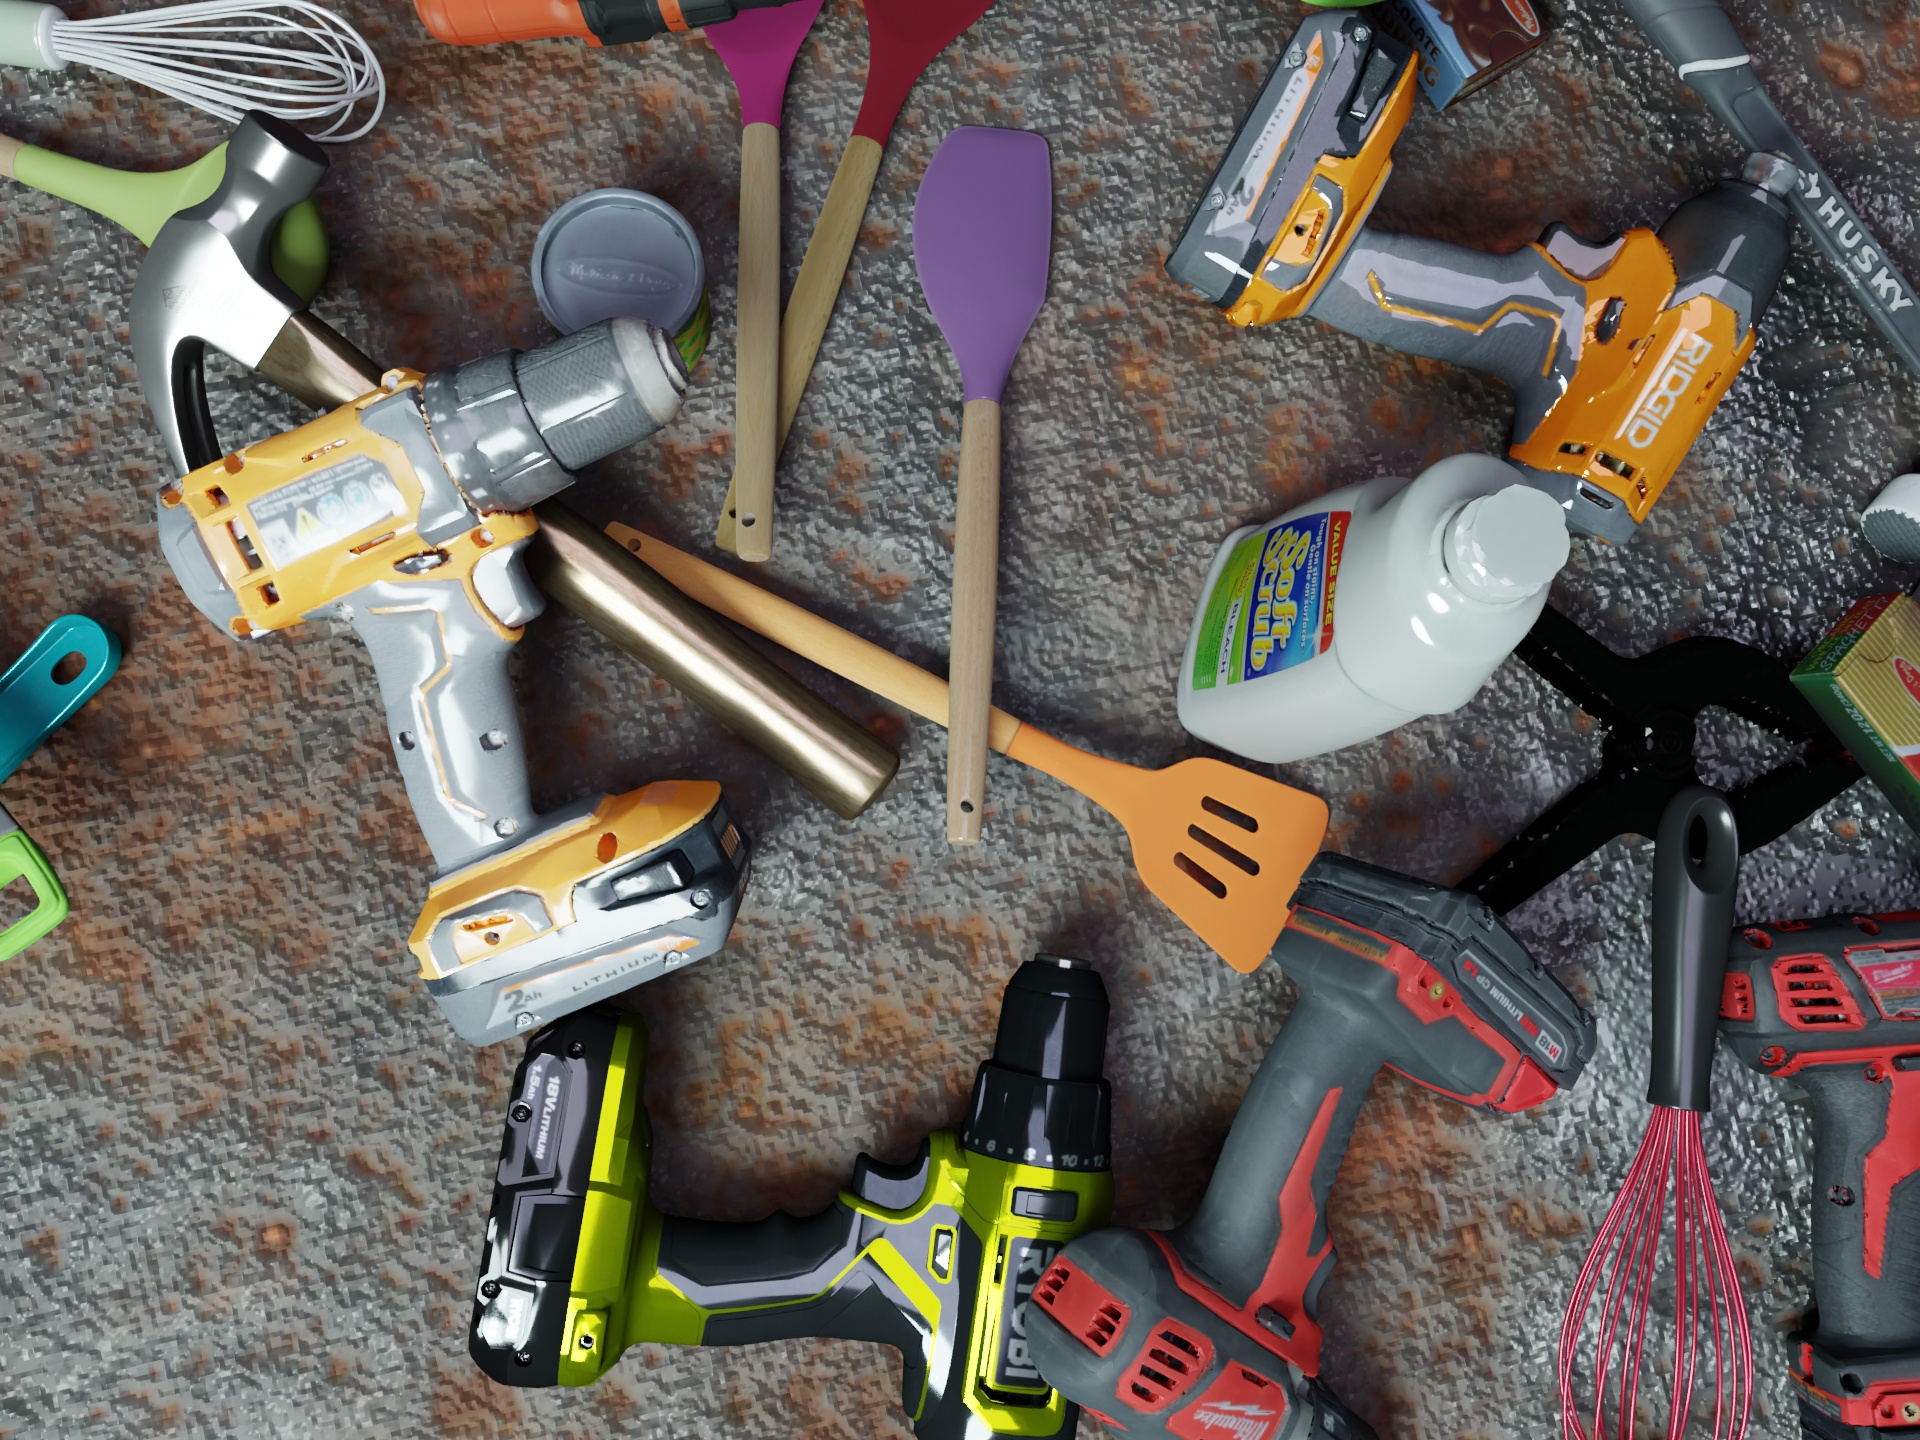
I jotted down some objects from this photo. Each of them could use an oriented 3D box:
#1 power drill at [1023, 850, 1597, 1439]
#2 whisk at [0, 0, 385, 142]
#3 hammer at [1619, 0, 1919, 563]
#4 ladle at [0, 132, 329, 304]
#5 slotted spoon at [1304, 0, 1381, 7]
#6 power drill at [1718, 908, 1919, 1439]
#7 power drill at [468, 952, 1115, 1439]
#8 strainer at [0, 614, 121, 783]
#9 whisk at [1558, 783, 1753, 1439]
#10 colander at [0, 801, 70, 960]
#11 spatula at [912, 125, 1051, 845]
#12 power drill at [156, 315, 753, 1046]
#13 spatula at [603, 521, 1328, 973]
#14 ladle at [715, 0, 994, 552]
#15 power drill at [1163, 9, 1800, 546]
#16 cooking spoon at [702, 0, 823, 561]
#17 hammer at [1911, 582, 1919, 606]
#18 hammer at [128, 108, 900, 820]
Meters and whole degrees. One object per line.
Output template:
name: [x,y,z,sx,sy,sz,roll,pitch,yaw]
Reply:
power drill: [0.144,0.186,0.600,0.187,0.080,0.227,42,77,-29]
whisk: [-0.354,-0.272,0.637,0.246,0.059,0.058,7,46,-1]
hammer: [0.336,-0.265,0.675,0.149,0.036,0.409,-44,100,-11]
ladle: [-0.398,-0.229,0.621,0.320,0.062,0.078,20,101,0]
slotted spoon: [0.269,-0.356,0.693,0.313,0.031,0.070,-14,82,-18]
power drill: [0.393,0.185,0.634,0.143,0.078,0.220,-6,81,5]
power drill: [-0.053,0.173,0.599,0.228,0.080,0.190,9,84,-8]
strainer: [-0.442,0.084,0.559,0.211,0.095,0.340,43,83,0]
whisk: [0.282,0.172,0.630,0.073,0.073,0.296,7,86,-5]
colander: [-0.444,-0.079,0.541,0.204,0.094,0.397,-40,80,-21]
spatula: [0.006,-0.105,0.649,0.059,0.018,0.316,3,75,-5]
power drill: [-0.150,-0.018,0.568,0.185,0.084,0.226,-23,102,5]
spatula: [-0.001,-0.002,0.651,0.322,0.041,0.081,27,82,2]
ladle: [-0.047,-0.219,0.669,0.069,0.031,0.315,17,84,9]
power drill: [0.216,-0.193,0.646,0.226,0.084,0.164,29,103,-3]
cooking spoon: [-0.083,-0.220,0.658,0.069,0.017,0.319,-2,78,9]
hammer: [0.545,0.048,0.694,0.146,0.035,0.335,-37,88,-9]
hammer: [-0.163,-0.069,0.608,0.331,0.031,0.130,38,106,-12]
